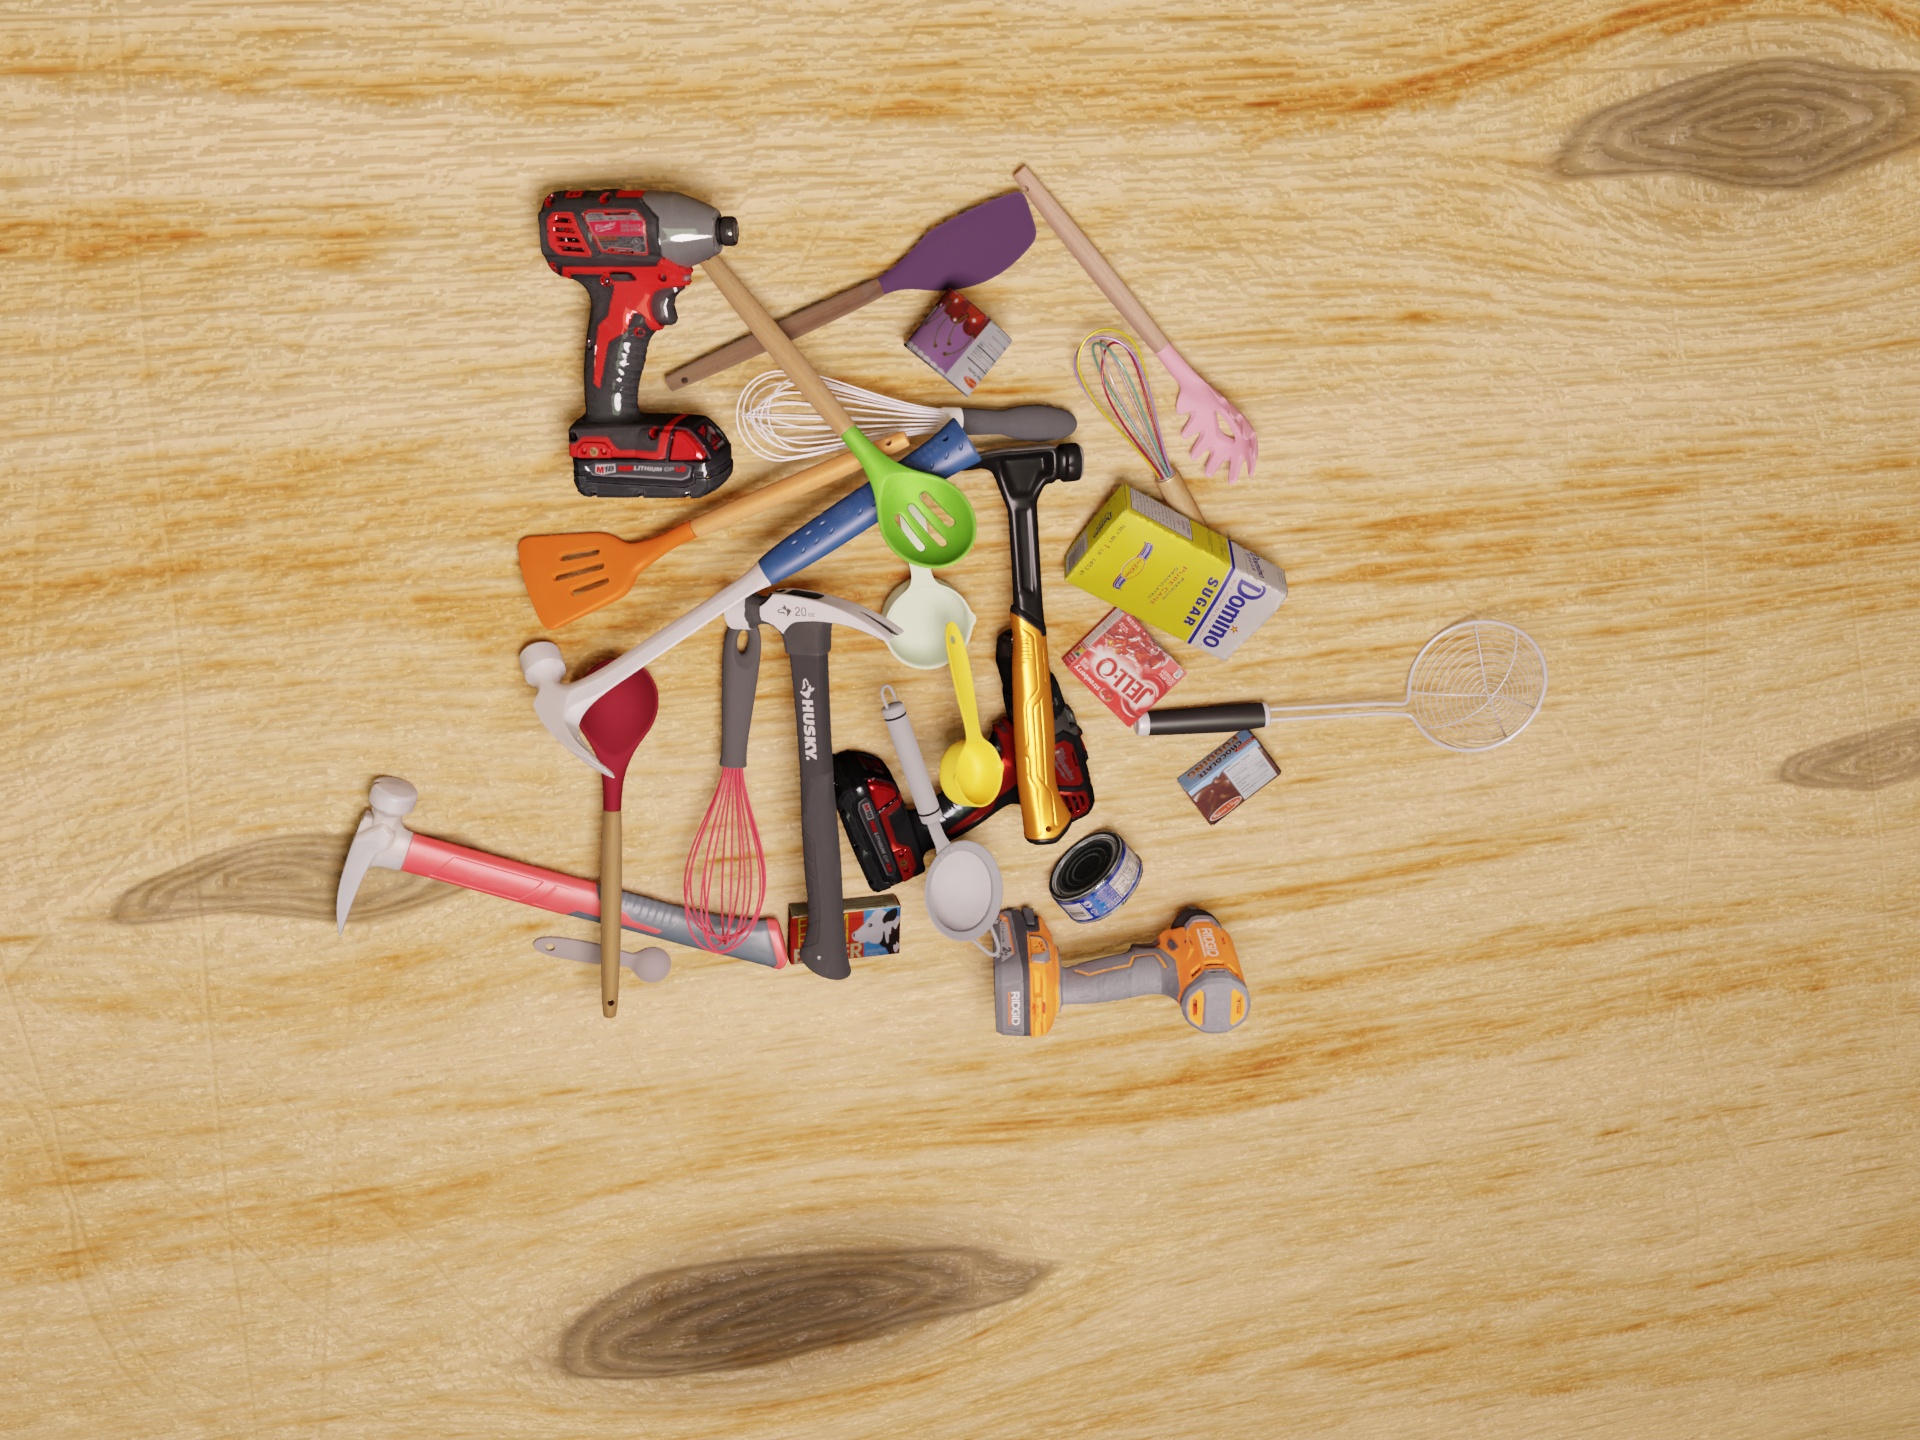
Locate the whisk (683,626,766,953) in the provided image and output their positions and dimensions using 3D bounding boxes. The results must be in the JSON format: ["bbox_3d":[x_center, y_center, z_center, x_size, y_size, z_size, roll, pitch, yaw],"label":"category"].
[{"bbox_3d":[-0.194,0.057,1.354,0.073,0.073,0.296,3,100,-15],"label":"whisk"}]

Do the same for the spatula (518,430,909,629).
[{"bbox_3d":[-0.191,-0.162,1.252,0.322,0.041,0.081,-22,78,9],"label":"spatula"}]

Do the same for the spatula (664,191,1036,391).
[{"bbox_3d":[-0.085,-0.328,1.247,0.316,0.018,0.059,-25,128,-2],"label":"spatula"}]

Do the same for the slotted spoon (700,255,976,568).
[{"bbox_3d":[-0.100,-0.241,1.209,0.070,0.031,0.314,-39,90,-6],"label":"slotted spoon"}]

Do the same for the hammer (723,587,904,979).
[{"bbox_3d":[-0.113,0.058,1.316,0.146,0.035,0.334,4,107,20],"label":"hammer"}]

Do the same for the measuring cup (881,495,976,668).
[{"bbox_3d":[-0.036,-0.126,1.336,0.083,0.038,0.167,-12,113,-8],"label":"measuring cup"}]

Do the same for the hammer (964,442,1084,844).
[{"bbox_3d":[0.051,-0.059,1.329,0.127,0.034,0.336,-8,102,-14],"label":"hammer"}]

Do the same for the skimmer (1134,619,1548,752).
[{"bbox_3d":[0.342,-0.022,1.440,0.363,0.127,0.090,-4,155,-7],"label":"skimmer"}]

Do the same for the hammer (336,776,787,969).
[{"bbox_3d":[-0.338,0.168,1.388,0.386,0.038,0.143,19,108,-20],"label":"hammer"}]

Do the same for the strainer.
[{"bbox_3d":[-0.023,0.086,1.343,0.087,0.050,0.258,-34,114,-36],"label":"strainer"}]

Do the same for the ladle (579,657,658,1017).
[{"bbox_3d":[-0.293,0.101,1.345,0.069,0.031,0.315,0,101,-16],"label":"ladle"}]

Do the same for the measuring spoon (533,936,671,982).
[{"bbox_3d":[-0.320,0.214,1.423,0.124,0.018,0.034,14,109,-18],"label":"measuring spoon"}]

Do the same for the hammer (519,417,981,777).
[{"bbox_3d":[-0.161,-0.106,1.253,0.405,0.144,0.035,-33,144,3],"label":"hammer"}]

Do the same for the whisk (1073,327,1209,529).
[{"bbox_3d":[0.167,-0.225,1.336,0.047,0.051,0.244,-47,123,-18],"label":"whisk"}]

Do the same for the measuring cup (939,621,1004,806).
[{"bbox_3d":[-0.002,-0.004,1.330,0.062,0.029,0.156,-14,95,-47],"label":"measuring cup"}]

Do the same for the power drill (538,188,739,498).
[{"bbox_3d":[-0.231,-0.281,1.186,0.143,0.079,0.219,1,111,6],"label":"power drill"}]

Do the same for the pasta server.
[{"bbox_3d":[0.144,-0.320,1.295,0.316,0.060,0.040,45,55,-23],"label":"pasta server"}]

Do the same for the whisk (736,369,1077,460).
[{"bbox_3d":[-0.039,-0.240,1.278,0.284,0.070,0.070,-1,113,-18],"label":"whisk"}]

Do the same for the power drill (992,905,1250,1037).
[{"bbox_3d":[0.143,0.224,1.476,0.226,0.164,0.084,-2,114,1],"label":"power drill"}]

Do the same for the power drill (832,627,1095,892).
[{"bbox_3d":[-0.003,0.034,1.392,0.226,0.080,0.187,-22,116,-7],"label":"power drill"}]
